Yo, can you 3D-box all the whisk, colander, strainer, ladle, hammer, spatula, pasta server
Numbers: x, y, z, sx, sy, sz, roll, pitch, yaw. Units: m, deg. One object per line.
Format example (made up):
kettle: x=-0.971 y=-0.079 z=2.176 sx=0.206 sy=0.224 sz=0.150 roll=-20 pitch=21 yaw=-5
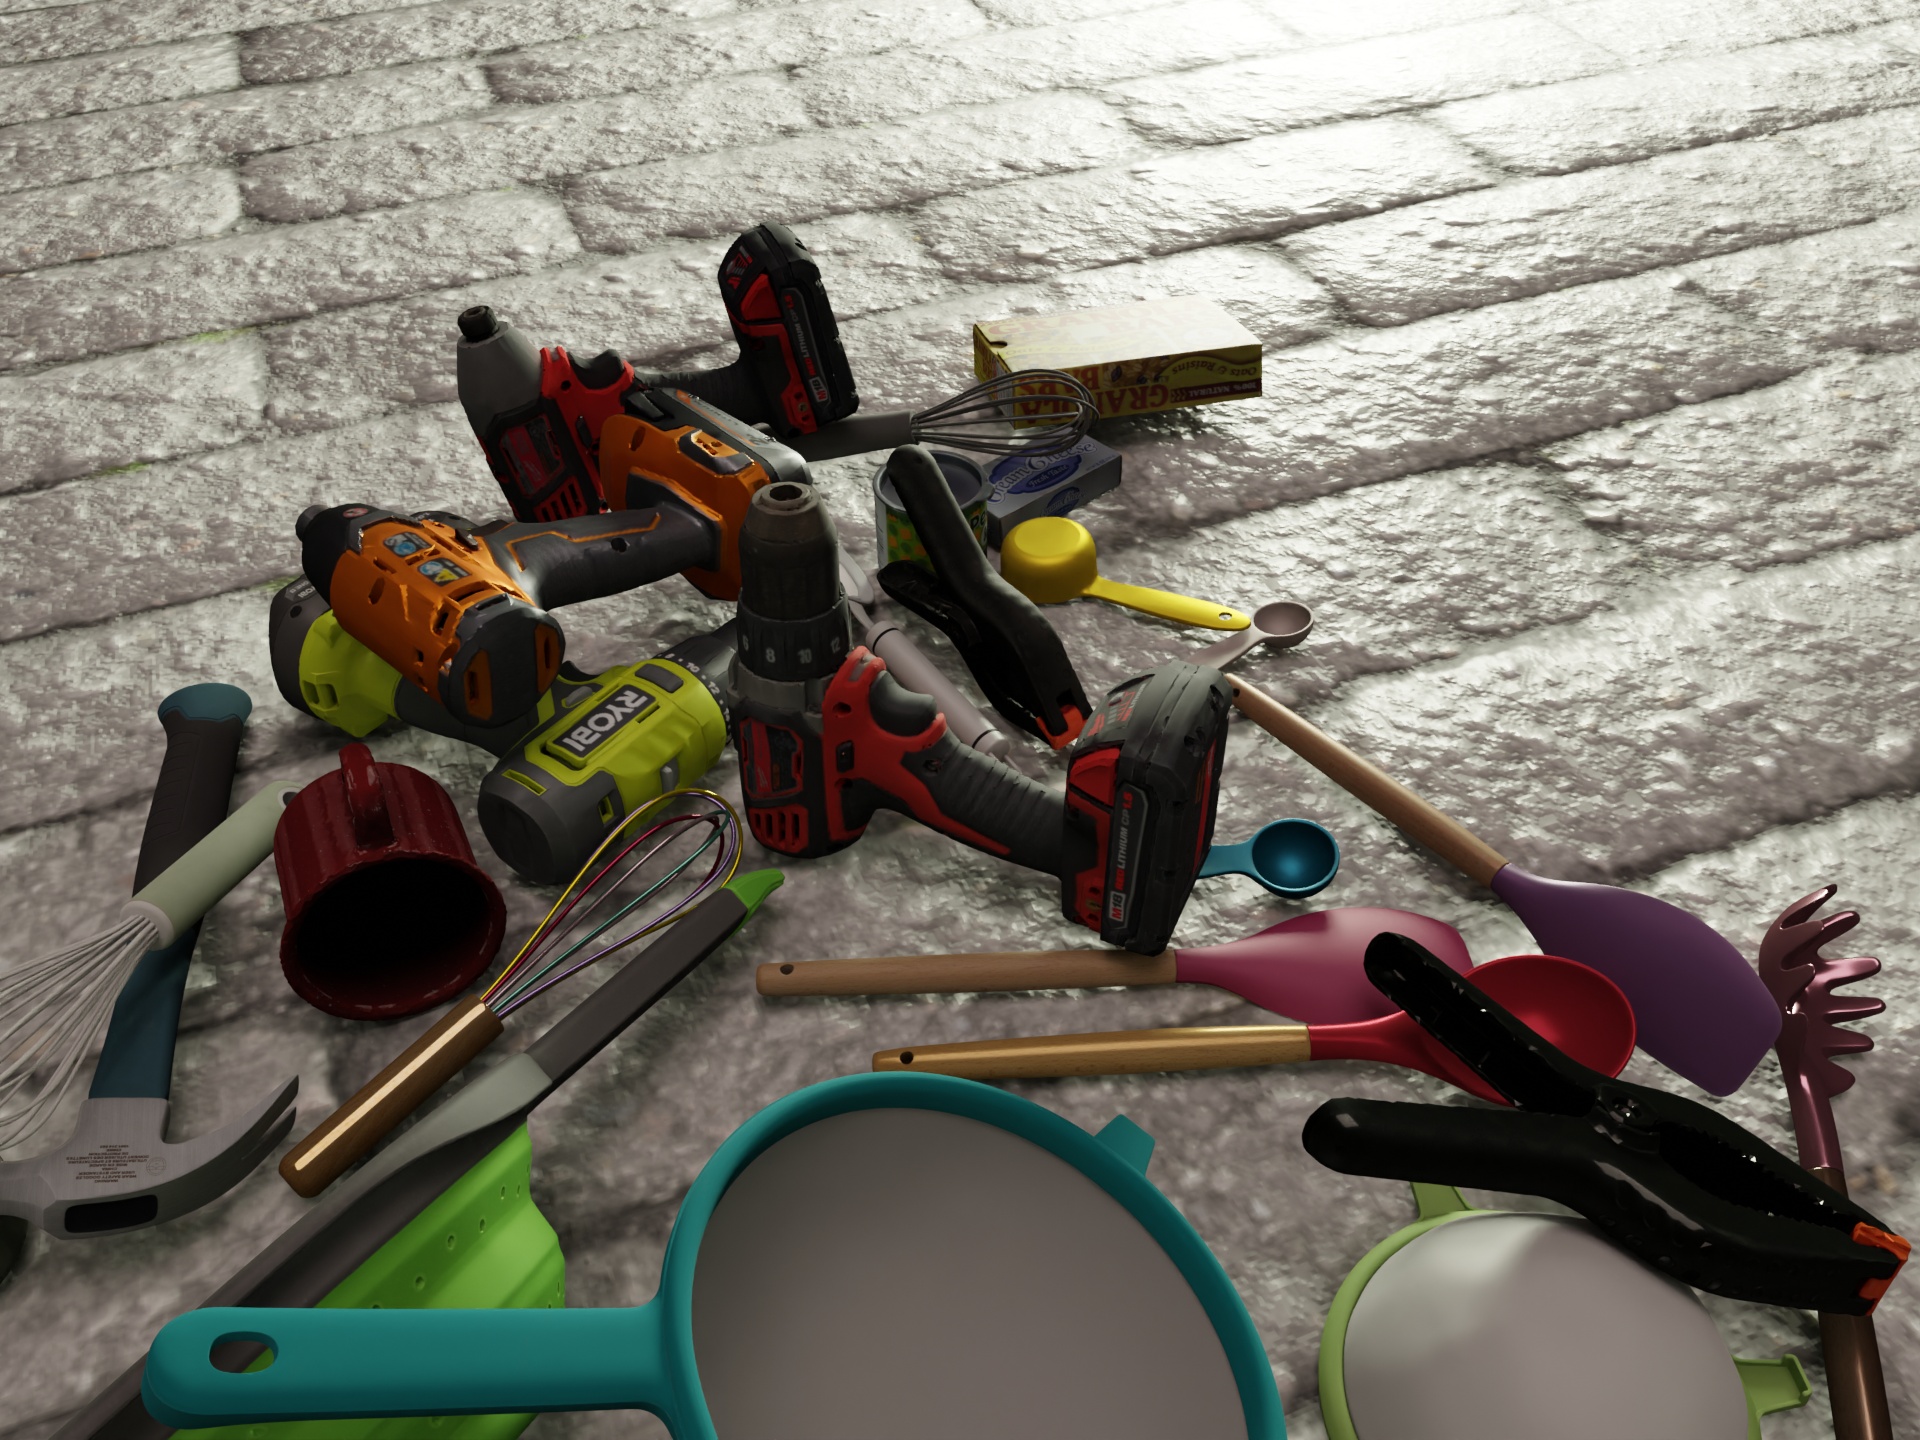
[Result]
whisk: x=-0.031 y=-0.181 z=0.984 sx=0.239 sy=0.055 sz=0.055 roll=-3 pitch=41 yaw=19
whisk: x=-0.340 y=0.089 z=0.653 sx=0.059 sy=0.057 sz=0.246 roll=-23 pitch=19 yaw=21
colander: x=-0.156 y=0.179 z=0.582 sx=0.094 sy=0.204 sz=0.397 roll=48 pitch=37 yaw=1
whisk: x=-0.185 y=0.114 z=0.690 sx=0.051 sy=0.047 sz=0.245 roll=11 pitch=45 yaw=48
strainer: x=-0.048 y=-0.048 z=0.867 sx=0.259 sy=0.050 sz=0.086 roll=46 pitch=16 yaw=33
ladle: x=0.120 y=0.138 z=0.669 sx=0.315 sy=0.031 sz=0.069 roll=-3 pitch=52 yaw=1
hammer: x=-0.358 y=0.087 z=0.715 sx=0.128 sy=0.033 sz=0.331 roll=6 pitch=34 yaw=-22
strainer: x=0.170 y=0.249 z=0.513 sx=0.152 sy=0.069 sz=0.256 roll=27 pitch=48 yaw=27
spatula: x=0.235 y=0.057 z=0.747 sx=0.018 sy=0.059 sz=0.316 roll=17 pitch=17 yaw=-48
strainer: x=-0.064 y=0.214 z=0.484 sx=0.340 sy=0.095 sz=0.211 roll=10 pitch=37 yaw=-25
pasta server: x=0.333 y=0.193 z=0.593 sx=0.040 sy=0.060 sz=0.316 roll=-27 pitch=31 yaw=37

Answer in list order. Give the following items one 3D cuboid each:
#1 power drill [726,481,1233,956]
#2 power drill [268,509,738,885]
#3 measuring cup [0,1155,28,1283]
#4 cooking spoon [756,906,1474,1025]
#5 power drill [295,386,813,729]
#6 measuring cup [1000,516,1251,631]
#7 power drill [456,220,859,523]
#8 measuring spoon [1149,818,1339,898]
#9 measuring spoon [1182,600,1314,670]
power drill: x=-0.001 y=-0.002 z=0.703 sx=0.227 sy=0.187 sz=0.080 roll=14 pitch=38 yaw=18
power drill: x=-0.219 y=-0.026 z=0.824 sx=0.229 sy=0.080 sz=0.190 roll=25 pitch=45 yaw=23
measuring cup: x=-0.445 y=0.198 z=0.615 sx=0.167 sy=0.038 sz=0.083 roll=1 pitch=43 yaw=6
cooking spoon: x=0.069 y=0.110 z=0.706 sx=0.319 sy=0.017 sz=0.069 roll=-2 pitch=42 yaw=-1
power drill: x=-0.203 y=-0.092 z=0.787 sx=0.164 sy=0.084 sz=0.226 roll=32 pitch=43 yaw=28
measuring cup: x=0.092 y=-0.082 z=0.897 sx=0.157 sy=0.029 sz=0.062 roll=18 pitch=46 yaw=29
power drill: x=-0.183 y=-0.207 z=0.943 sx=0.219 sy=0.143 sz=0.079 roll=-23 pitch=39 yaw=-7
measuring spoon: x=0.114 y=0.072 z=0.752 sx=0.128 sy=0.021 sz=0.042 roll=-5 pitch=49 yaw=10
measuring spoon: x=0.140 y=-0.029 z=0.862 sx=0.124 sy=0.018 sz=0.034 roll=-29 pitch=40 yaw=-18
